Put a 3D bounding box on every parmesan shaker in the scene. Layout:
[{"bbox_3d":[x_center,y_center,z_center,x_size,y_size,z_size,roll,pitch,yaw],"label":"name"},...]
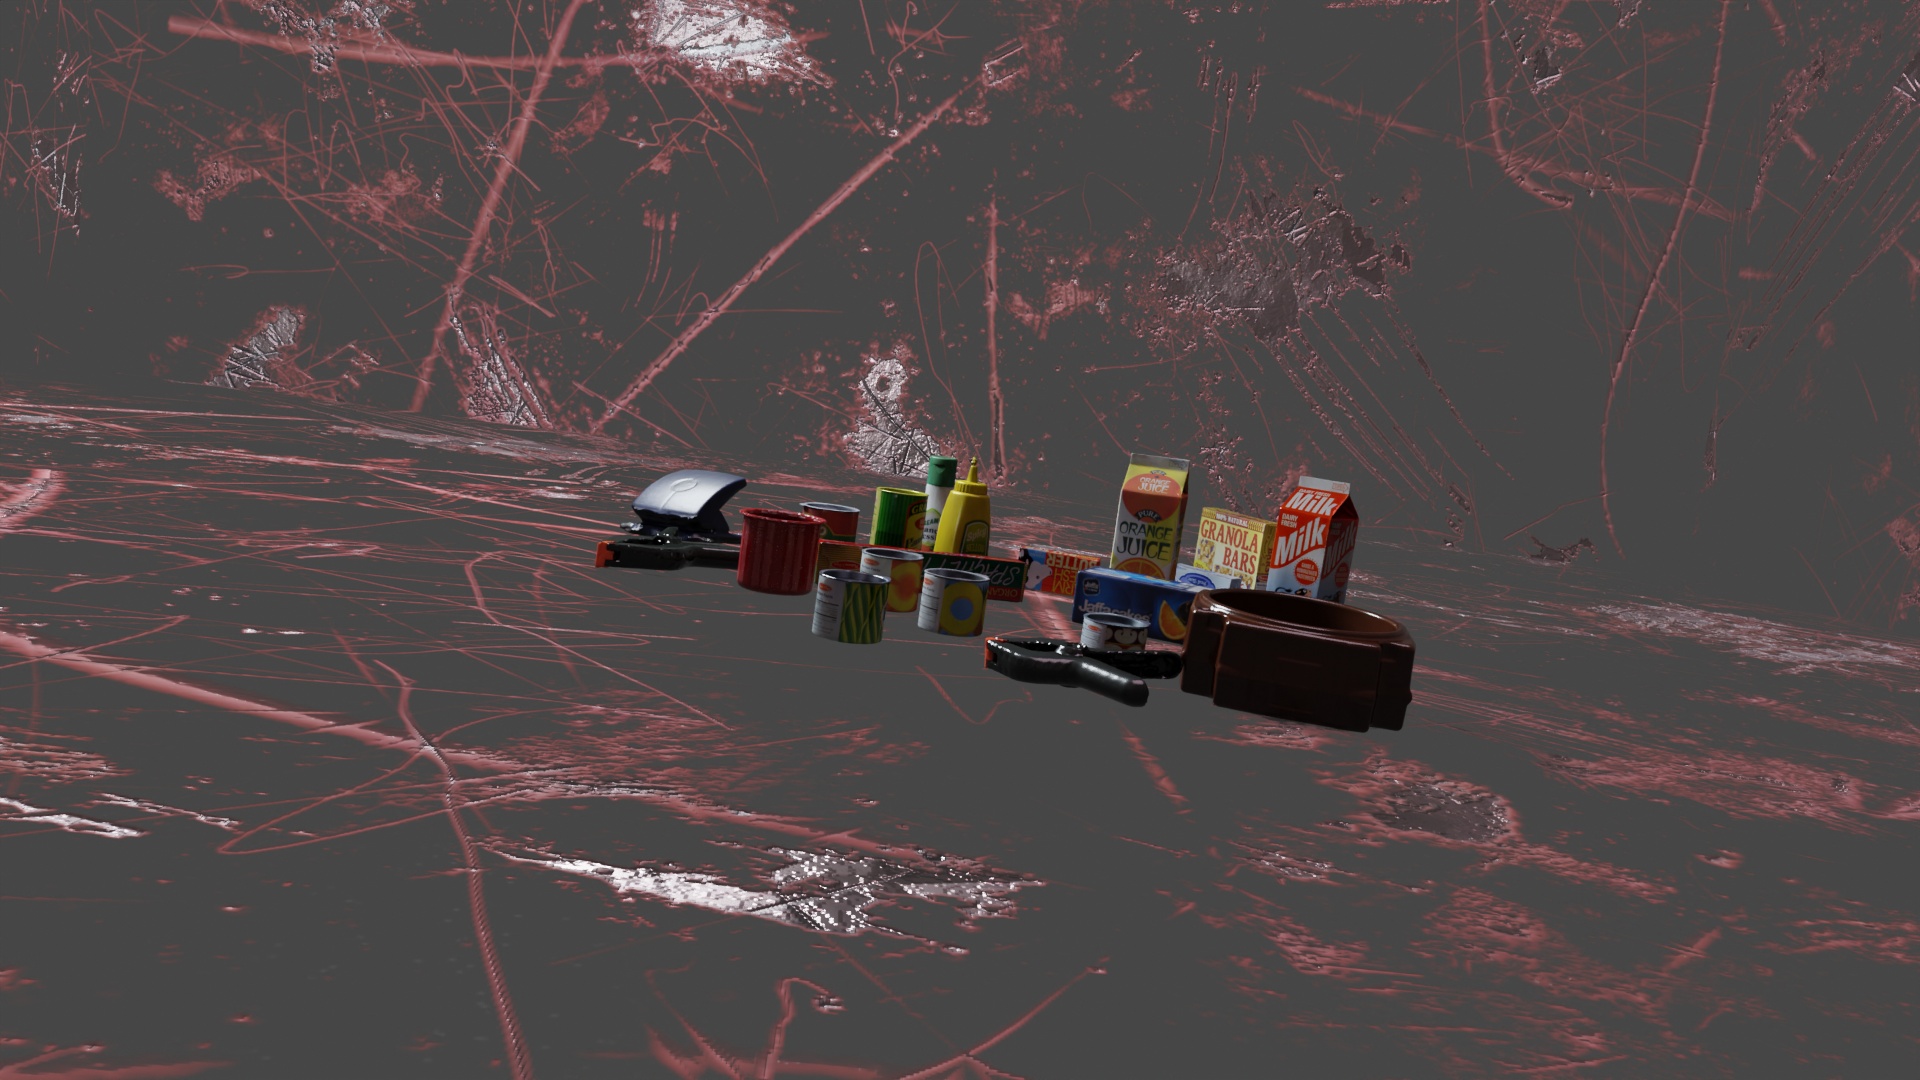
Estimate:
[{"bbox_3d":[-0.078,-0.011,1.740,0.071,0.103,0.071,8,6,-1],"label":"parmesan shaker"}]

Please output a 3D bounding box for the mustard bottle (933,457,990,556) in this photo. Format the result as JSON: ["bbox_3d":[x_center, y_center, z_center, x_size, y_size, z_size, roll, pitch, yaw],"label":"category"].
[{"bbox_3d":[0.006,-0.021,1.671,0.065,0.160,0.049,2,8,-43],"label":"mustard bottle"}]

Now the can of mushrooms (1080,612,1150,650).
[{"bbox_3d":[0.157,0.095,1.396,0.071,0.033,0.071,8,6,-1],"label":"can of mushrooms"}]

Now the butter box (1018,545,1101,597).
[{"bbox_3d":[0.122,0.041,1.745,0.103,0.053,0.024,9,6,12],"label":"butter box"}]

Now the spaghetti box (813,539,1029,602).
[{"bbox_3d":[-0.045,0.036,1.600,0.250,0.050,0.029,6,6,-17],"label":"spaghetti box"}]

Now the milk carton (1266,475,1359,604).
[{"bbox_3d":[0.427,0.020,1.688,0.072,0.190,0.073,13,8,43],"label":"milk carton"}]

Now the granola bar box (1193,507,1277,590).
[{"bbox_3d":[0.367,0.028,1.838,0.039,0.124,0.165,6,7,-19],"label":"granola bar box"}]

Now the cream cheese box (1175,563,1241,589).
[{"bbox_3d":[0.307,0.064,1.763,0.024,0.053,0.104,3,8,-41],"label":"cream cheese box"}]

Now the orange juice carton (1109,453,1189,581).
[{"bbox_3d":[0.224,-0.005,1.650,0.072,0.192,0.073,9,6,15],"label":"orange juice carton"}]

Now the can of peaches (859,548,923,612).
[{"bbox_3d":[-0.073,0.042,1.478,0.071,0.058,0.071,8,6,-1],"label":"can of peaches"}]

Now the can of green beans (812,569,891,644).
[{"bbox_3d":[-0.101,0.061,1.282,0.071,0.057,0.071,8,6,-1],"label":"can of green beans"}]

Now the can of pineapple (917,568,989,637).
[{"bbox_3d":[-0.005,0.062,1.388,0.071,0.057,0.071,8,6,-1],"label":"can of pineapple"}]

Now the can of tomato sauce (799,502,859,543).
[{"bbox_3d":[-0.158,0.001,1.625,0.071,0.083,0.071,8,6,-1],"label":"can of tomato sauce"}]

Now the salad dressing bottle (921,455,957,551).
[{"bbox_3d":[-0.032,-0.036,1.818,0.064,0.147,0.044,9,6,12],"label":"salad dressing bottle"}]
